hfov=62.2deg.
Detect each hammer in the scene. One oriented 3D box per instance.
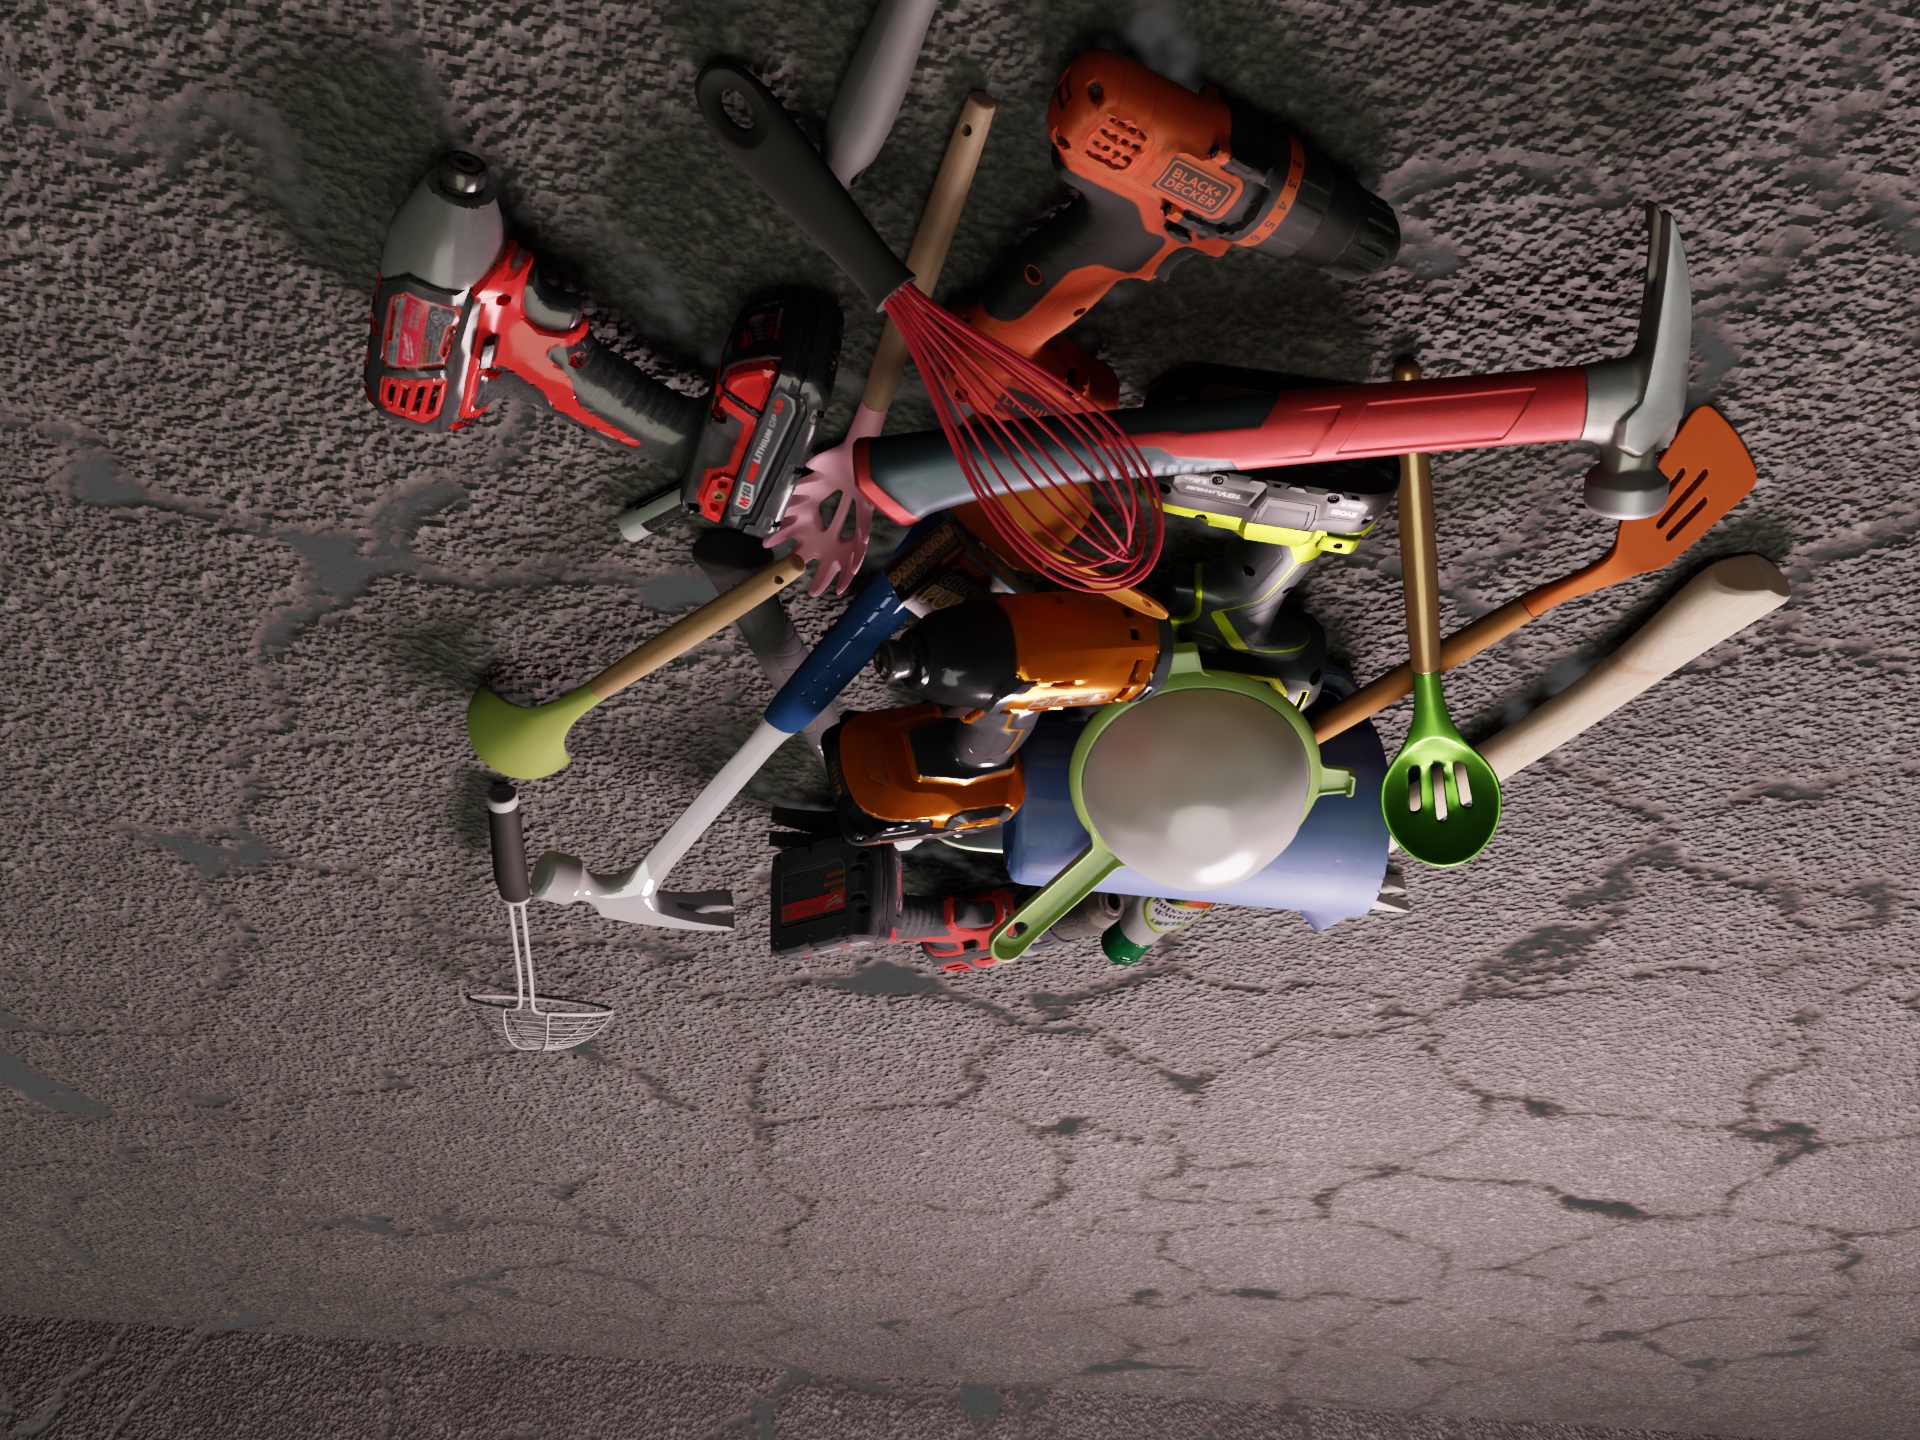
[{"bbox_3d":[0.139,-0.151,0.749,0.386,0.038,0.143,-4,119,5],"label":"hammer"},{"bbox_3d":[-0.105,-0.007,1.064,0.146,0.035,0.334,-8,143,12],"label":"hammer"},{"bbox_3d":[-0.115,0.009,1.012,0.144,0.035,0.405,21,128,-34],"label":"hammer"},{"bbox_3d":[0.381,0.021,1.079,0.146,0.038,0.410,19,141,-24],"label":"hammer"}]

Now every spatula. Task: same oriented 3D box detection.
[{"bbox_3d":[0.305,-0.060,0.923,0.322,0.041,0.081,-34,133,28],"label":"spatula"}]

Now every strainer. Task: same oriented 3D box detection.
[{"bbox_3d":[0.105,0.082,0.956,0.151,0.069,0.256,36,116,-20],"label":"strainer"}]

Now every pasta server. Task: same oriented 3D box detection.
[{"bbox_3d":[-0.040,-0.180,0.819,0.060,0.040,0.316,33,140,4],"label":"pasta server"}]

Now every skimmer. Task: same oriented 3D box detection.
[{"bbox_3d":[-0.358,0.162,1.318,0.127,0.090,0.363,7,134,-2],"label":"skimmer"}]

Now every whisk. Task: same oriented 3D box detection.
[{"bbox_3d":[-0.015,-0.175,0.706,0.296,0.073,0.073,49,132,-3],"label":"whisk"},{"bbox_3d":[-0.015,-0.304,0.640,0.055,0.055,0.239,14,146,-17],"label":"whisk"}]

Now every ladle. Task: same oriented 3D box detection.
[{"bbox_3d":[-0.205,-0.038,0.994,0.320,0.062,0.078,-27,119,35],"label":"ladle"}]

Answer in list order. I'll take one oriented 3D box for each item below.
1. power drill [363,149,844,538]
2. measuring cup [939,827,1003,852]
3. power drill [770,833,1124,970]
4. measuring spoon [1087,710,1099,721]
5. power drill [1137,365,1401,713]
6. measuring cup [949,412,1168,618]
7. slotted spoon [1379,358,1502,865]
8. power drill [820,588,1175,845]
[{"bbox_3d":[-0.176,-0.185,0.784,0.219,0.079,0.143,17,133,-13],"label":"power drill"},{"bbox_3d":[0.065,0.075,1.119,0.167,0.083,0.038,5,134,-25],"label":"measuring cup"},{"bbox_3d":[-0.009,0.140,1.185,0.226,0.080,0.188,16,155,-42],"label":"power drill"},{"bbox_3d":[0.142,0.013,1.099,0.117,0.011,0.021,13,143,-15],"label":"measuring spoon"},{"bbox_3d":[0.134,-0.089,0.905,0.190,0.080,0.228,8,146,-4],"label":"power drill"},{"bbox_3d":[0.056,-0.107,0.825,0.174,0.052,0.095,34,168,36],"label":"measuring cup"},{"bbox_3d":[0.263,-0.052,0.897,0.070,0.031,0.313,-5,120,16],"label":"slotted spoon"},{"bbox_3d":[-0.001,-0.003,0.904,0.164,0.084,0.226,-4,158,-28],"label":"power drill"}]
